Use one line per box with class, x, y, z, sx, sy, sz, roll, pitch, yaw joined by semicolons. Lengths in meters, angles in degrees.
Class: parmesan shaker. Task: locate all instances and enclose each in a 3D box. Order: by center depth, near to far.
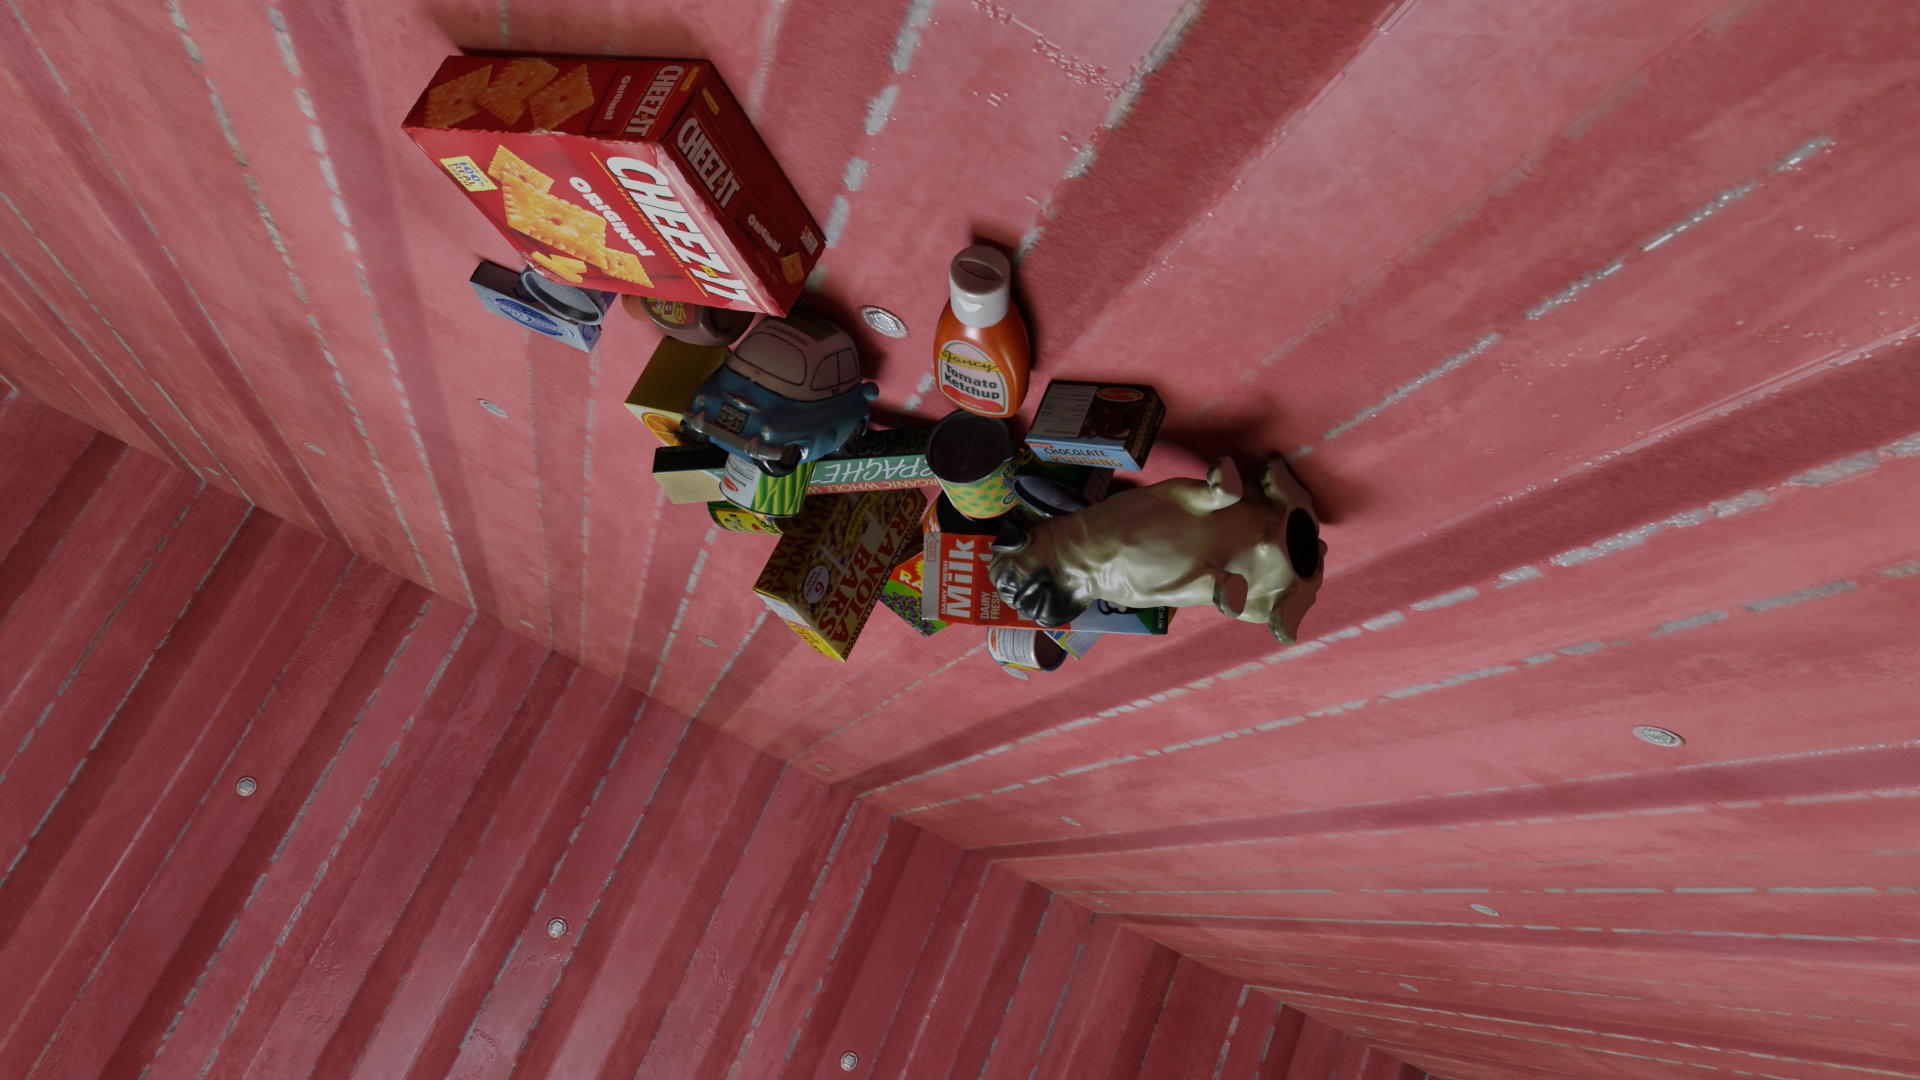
parmesan shaker;-0.187;-0.038;1.338;0.103;0.071;0.071;4;152;45

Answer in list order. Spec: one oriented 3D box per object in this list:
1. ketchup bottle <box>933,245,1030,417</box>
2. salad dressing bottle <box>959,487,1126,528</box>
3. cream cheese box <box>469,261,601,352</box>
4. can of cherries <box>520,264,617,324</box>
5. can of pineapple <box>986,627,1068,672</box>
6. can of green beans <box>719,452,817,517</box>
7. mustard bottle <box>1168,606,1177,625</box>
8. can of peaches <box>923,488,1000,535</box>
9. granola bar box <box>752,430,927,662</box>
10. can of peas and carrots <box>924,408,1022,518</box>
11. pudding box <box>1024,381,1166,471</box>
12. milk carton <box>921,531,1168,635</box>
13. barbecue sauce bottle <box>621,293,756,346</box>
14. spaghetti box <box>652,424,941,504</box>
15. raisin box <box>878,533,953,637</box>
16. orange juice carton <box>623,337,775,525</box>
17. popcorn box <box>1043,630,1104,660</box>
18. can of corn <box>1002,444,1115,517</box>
ketchup bottle;0.013;-0.132;0.884;0.065;0.044;0.148;21;160;10
salad dressing bottle;0.068;-0.030;1.081;0.147;0.044;0.064;10;144;31
cream cheese box;-0.362;-0.199;1.188;0.104;0.024;0.053;23;162;7
can of cherries;-0.284;-0.203;1.034;0.071;0.058;0.071;21;161;8
can of pineapple;0.070;0.094;1.375;0.058;0.071;0.071;7;154;40
can of green beans;-0.145;-0.059;1.063;0.071;0.057;0.071;18;-158;-7
mustard bottle;0.109;0.021;1.159;0.160;0.049;0.065;33;163;-21
can of peaches;0.004;-0.015;1.160;0.071;0.071;0.058;27;161;-5
granola bar box;-0.099;0.003;1.188;0.039;0.166;0.124;16;159;29
can of peas and carrots;0.016;-0.058;1.042;0.071;0.071;0.058;15;159;25
pudding box;0.089;-0.077;0.928;0.083;0.050;0.030;8;156;39
milk carton;0.065;0.032;1.088;0.191;0.072;0.073;2;-179;2
barbecue sauce bottle;-0.199;-0.175;1.006;0.043;0.065;0.148;25;173;-37
spaghetti box;-0.124;-0.061;1.123;0.250;0.029;0.050;-3;149;12
raisin box;-0.023;0.038;1.316;0.086;0.040;0.123;41;141;-16
orange juice carton;-0.196;-0.089;1.205;0.073;0.072;0.192;13;157;32
popcorn box;0.060;0.041;1.207;0.085;0.038;0.127;43;-179;-45
can of corn;0.074;-0.054;0.992;0.071;0.058;0.071;22;161;8
